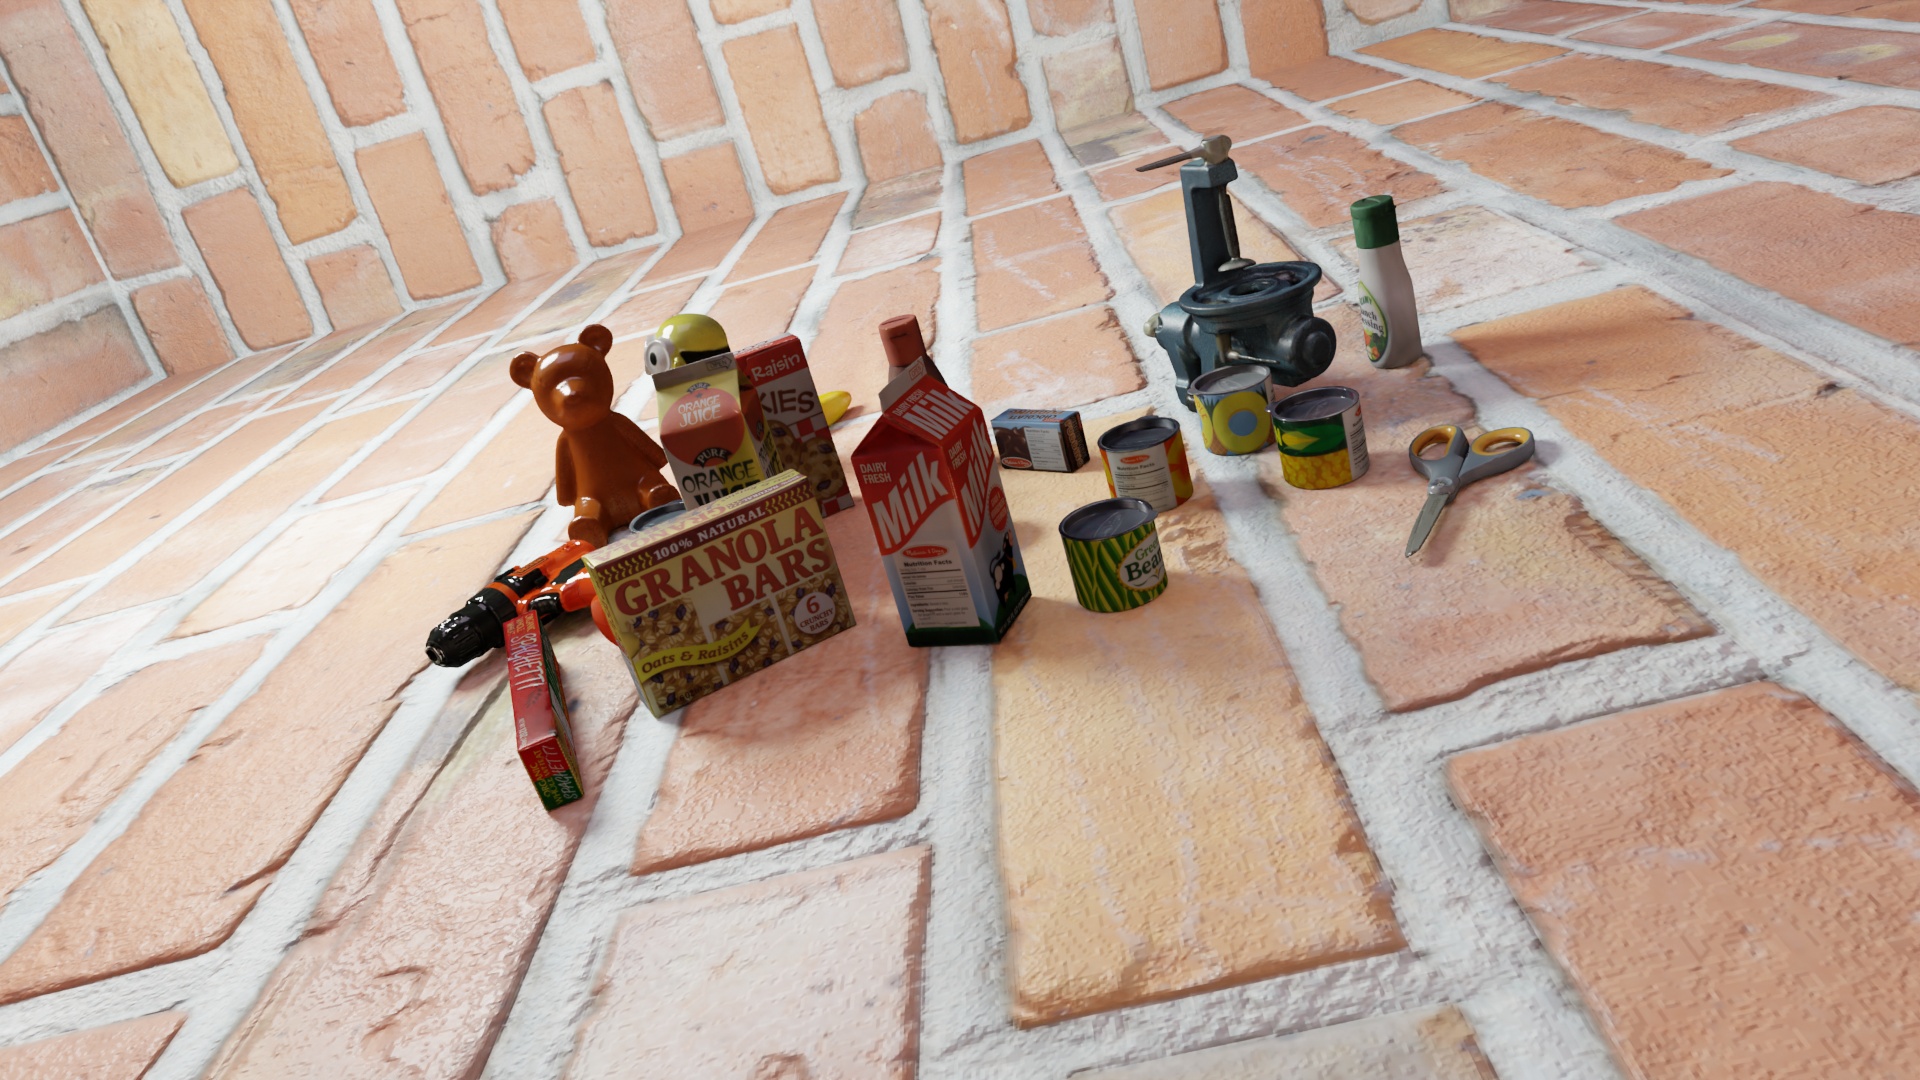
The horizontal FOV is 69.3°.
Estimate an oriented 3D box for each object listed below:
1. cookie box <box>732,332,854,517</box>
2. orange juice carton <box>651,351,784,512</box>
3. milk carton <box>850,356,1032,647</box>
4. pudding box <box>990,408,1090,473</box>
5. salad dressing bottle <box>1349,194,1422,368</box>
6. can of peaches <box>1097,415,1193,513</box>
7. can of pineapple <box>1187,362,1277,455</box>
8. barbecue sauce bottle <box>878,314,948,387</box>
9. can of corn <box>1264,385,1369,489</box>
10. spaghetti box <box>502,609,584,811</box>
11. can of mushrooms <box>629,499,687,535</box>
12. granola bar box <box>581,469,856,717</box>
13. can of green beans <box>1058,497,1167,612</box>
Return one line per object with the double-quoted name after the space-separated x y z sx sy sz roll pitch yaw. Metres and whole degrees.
-0.179 -0.087 1.242 0.123 0.166 0.040 -23 23 -16 "cookie box"
-0.190 -0.057 1.147 0.072 0.192 0.073 -14 22 6 "orange juice carton"
-0.016 -0.026 0.959 0.073 0.189 0.073 -5 25 27 "milk carton"
0.070 -0.089 1.232 0.083 0.049 0.030 6 31 43 "pudding box"
0.372 -0.227 1.219 0.044 0.147 0.064 -17 22 -1 "salad dressing bottle"
0.148 -0.060 1.099 0.071 0.058 0.071 -14 22 6 "can of peaches"
0.229 -0.109 1.159 0.071 0.057 0.071 -14 22 6 "can of pineapple"
-0.038 -0.132 1.276 0.065 0.148 0.044 -13 22 8 "barbecue sauce bottle"
0.272 -0.078 1.057 0.071 0.058 0.071 -14 22 6 "can of corn"
-0.305 0.116 1.008 0.029 0.050 0.250 -22 23 -13 "spaghetti box"
-0.271 -0.010 1.300 0.071 0.033 0.071 -14 22 6 "can of mushrooms"
-0.170 0.037 1.004 0.166 0.123 0.039 -25 23 -20 "granola bar box"
0.107 0.010 0.965 0.071 0.057 0.071 -14 22 6 "can of green beans"
